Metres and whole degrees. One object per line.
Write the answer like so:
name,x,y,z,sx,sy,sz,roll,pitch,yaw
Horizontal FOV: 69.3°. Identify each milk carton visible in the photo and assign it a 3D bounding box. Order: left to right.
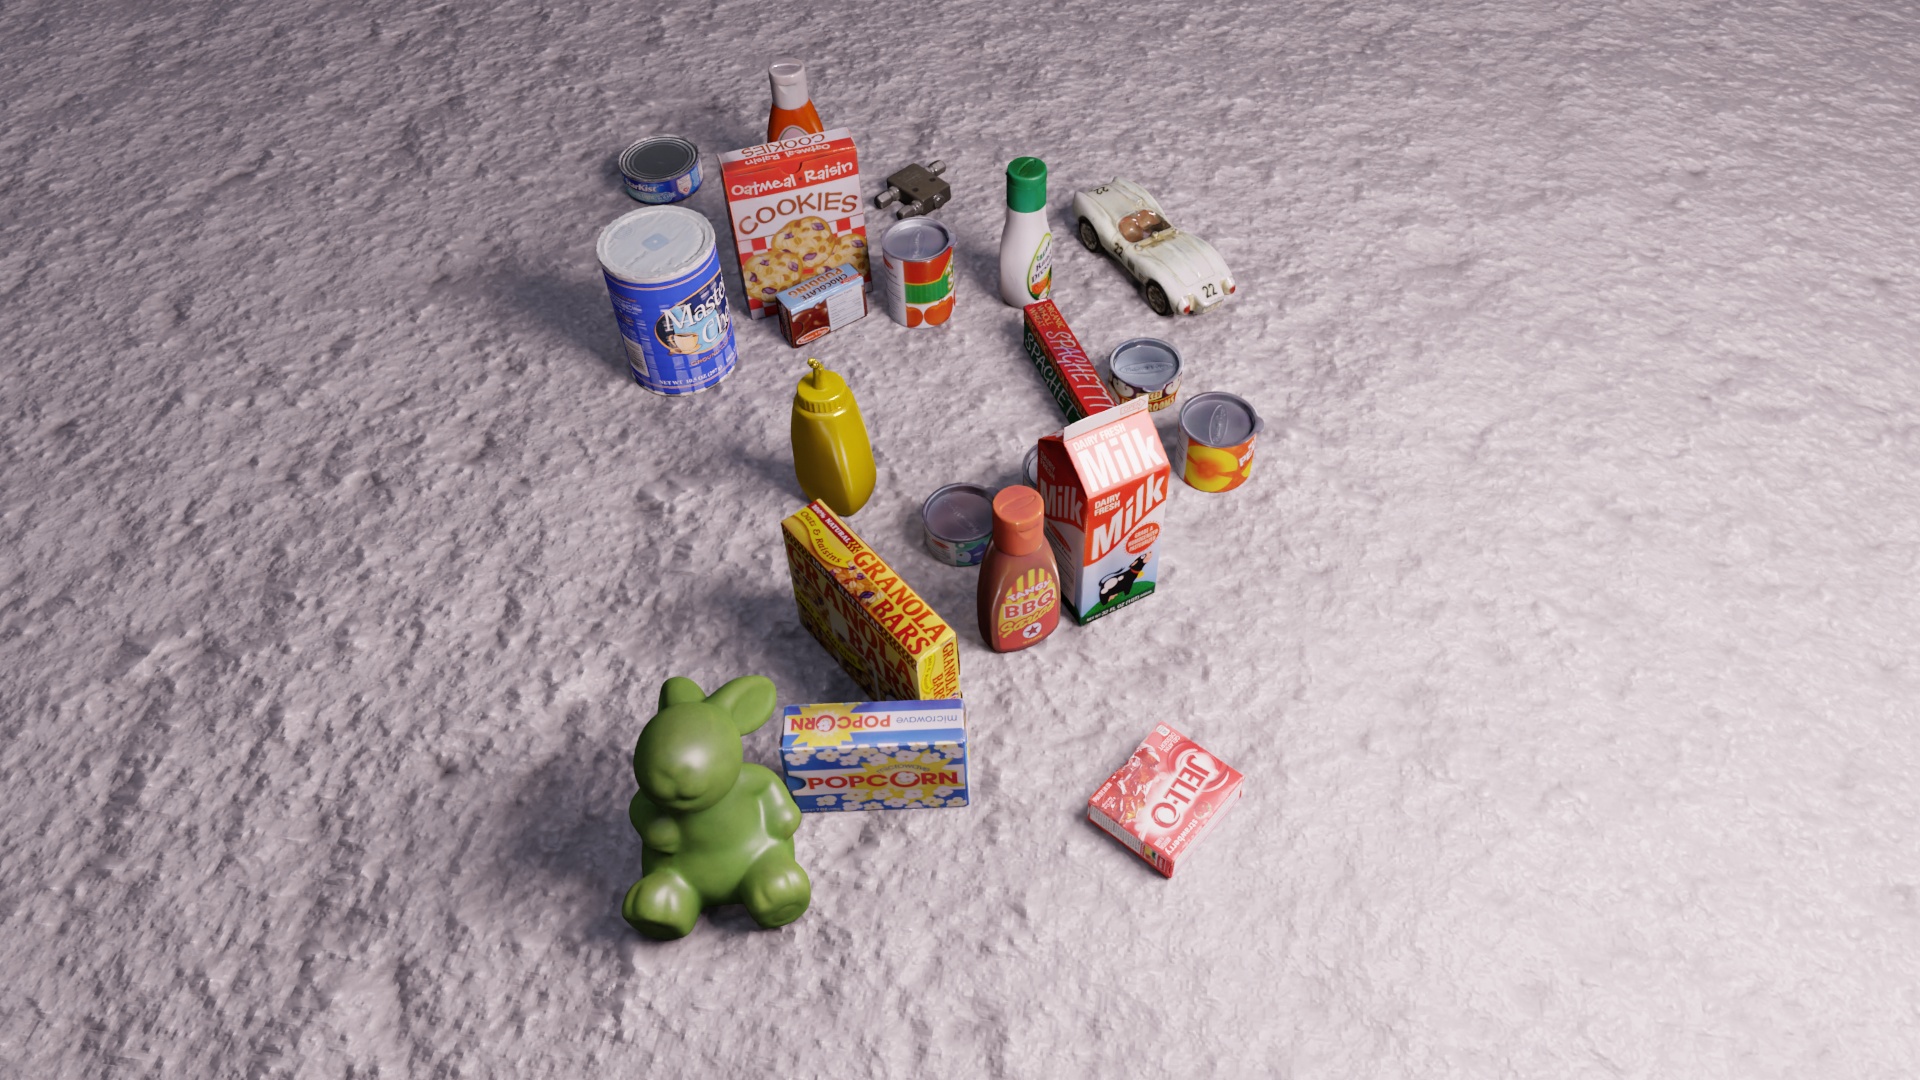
milk carton,0.105,-0.030,1.044,0.072,0.189,0.074,-23,52,-16

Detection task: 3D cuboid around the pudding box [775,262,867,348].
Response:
pudding box,-0.131,-0.223,1.315,0.084,0.049,0.030,-29,54,-21

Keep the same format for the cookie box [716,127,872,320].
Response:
cookie box,-0.152,-0.294,1.300,0.123,0.166,0.040,-16,50,-10

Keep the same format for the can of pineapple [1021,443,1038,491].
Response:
can of pineapple,0.085,-0.043,1.144,0.071,0.057,0.071,-1,49,2

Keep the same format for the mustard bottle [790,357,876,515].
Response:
mustard bottle,-0.106,-0.089,1.126,0.065,0.159,0.049,23,54,21

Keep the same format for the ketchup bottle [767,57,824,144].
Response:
ketchup bottle,-0.169,-0.418,1.420,0.065,0.148,0.044,-5,49,-1

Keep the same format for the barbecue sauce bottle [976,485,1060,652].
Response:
barbecue sauce bottle,0.043,0.021,1.031,0.065,0.147,0.044,-22,52,-15

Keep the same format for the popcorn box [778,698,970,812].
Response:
popcorn box,-0.057,0.150,0.966,0.127,0.084,0.038,-2,49,1

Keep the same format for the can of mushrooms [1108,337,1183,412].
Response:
can of mushrooms,0.166,-0.147,1.246,0.071,0.033,0.071,-1,49,2

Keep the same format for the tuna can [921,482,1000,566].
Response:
tuna can,0.004,-0.014,1.140,0.071,0.032,0.071,-1,49,2

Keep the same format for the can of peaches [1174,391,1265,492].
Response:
can of peaches,0.218,-0.082,1.172,0.071,0.057,0.071,-1,49,2

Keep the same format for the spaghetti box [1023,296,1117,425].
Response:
spaghetti box,0.111,-0.118,1.213,0.029,0.050,0.251,-16,50,-11

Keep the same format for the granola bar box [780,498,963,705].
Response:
granola bar box,-0.063,0.063,1.016,0.039,0.123,0.166,-32,55,-23

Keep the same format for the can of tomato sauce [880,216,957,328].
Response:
can of tomato sauce,-0.037,-0.253,1.314,0.071,0.082,0.071,-1,49,2

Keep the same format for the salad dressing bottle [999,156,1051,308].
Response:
salad dressing bottle,0.061,-0.286,1.296,0.044,0.146,0.064,22,54,20
